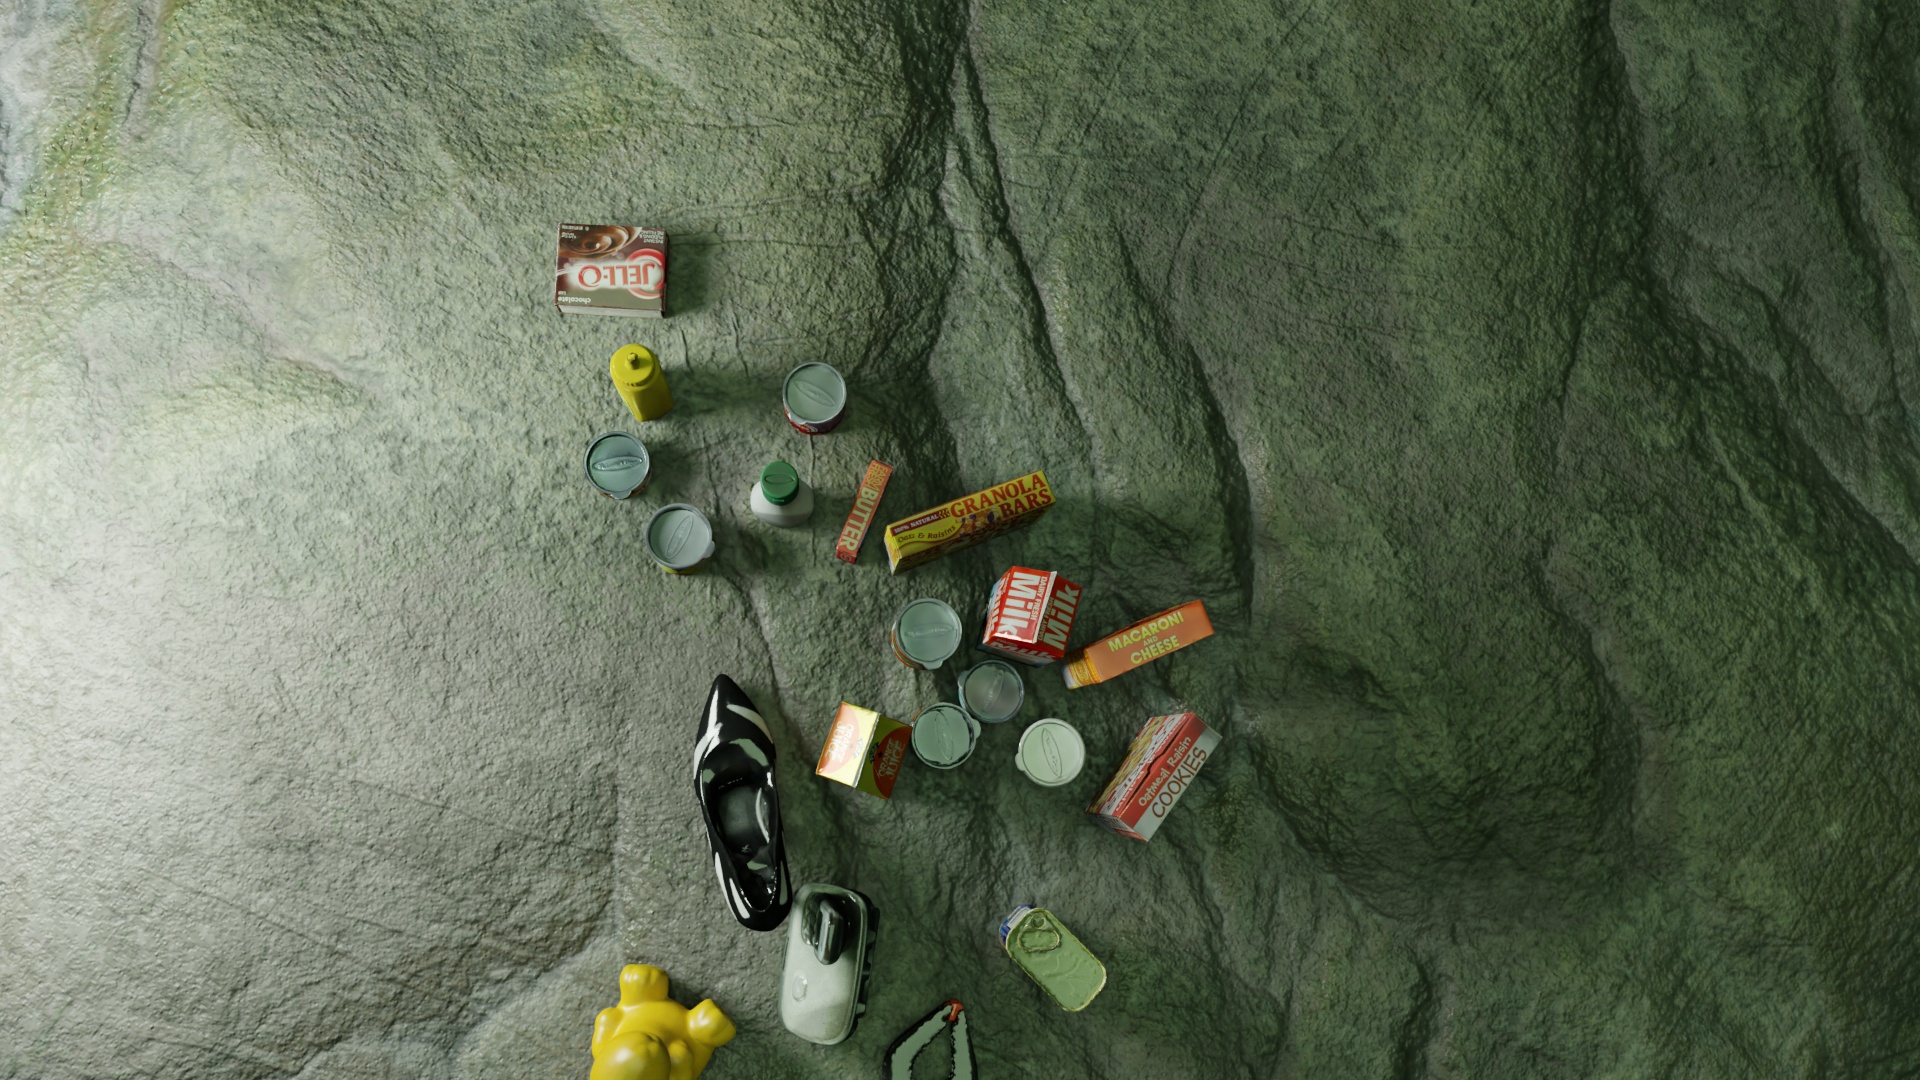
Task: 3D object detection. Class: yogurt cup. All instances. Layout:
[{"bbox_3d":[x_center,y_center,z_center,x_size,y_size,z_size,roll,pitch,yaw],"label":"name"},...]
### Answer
[{"bbox_3d":[0.089,0.216,1.413,0.072,0.054,0.072,1,81,-6],"label":"yogurt cup"}]

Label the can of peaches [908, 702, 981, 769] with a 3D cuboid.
[{"bbox_3d":[-0.017,0.197,1.402,0.071,0.058,0.071,1,81,-6],"label":"can of peaches"}]

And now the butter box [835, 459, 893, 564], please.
[{"bbox_3d":[-0.100,-0.029,1.434,0.024,0.053,0.103,22,79,-2],"label":"butter box"}]

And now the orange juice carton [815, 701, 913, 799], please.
[{"bbox_3d":[-0.092,0.201,1.325,0.073,0.192,0.072,20,79,-3],"label":"orange juice carton"}]

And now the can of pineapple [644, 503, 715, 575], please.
[{"bbox_3d":[-0.282,0.001,1.407,0.071,0.057,0.071,1,81,-6],"label":"can of pineapple"}]

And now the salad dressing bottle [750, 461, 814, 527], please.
[{"bbox_3d":[-0.178,-0.046,1.380,0.064,0.147,0.044,2,81,-6],"label":"salad dressing bottle"}]

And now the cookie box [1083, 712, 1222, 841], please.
[{"bbox_3d":[0.185,0.230,1.363,0.040,0.167,0.123,38,79,1],"label":"cookie box"}]

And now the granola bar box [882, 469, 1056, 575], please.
[{"bbox_3d":[0.005,-0.018,1.408,0.166,0.124,0.039,-20,84,-9],"label":"granola bar box"}]

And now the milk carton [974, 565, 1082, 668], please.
[{"bbox_3d":[0.068,0.076,1.365,0.073,0.190,0.072,17,80,-3],"label":"milk carton"}]

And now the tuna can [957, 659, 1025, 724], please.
[{"bbox_3d":[0.029,0.155,1.428,0.071,0.032,0.071,1,80,-6],"label":"tuna can"}]

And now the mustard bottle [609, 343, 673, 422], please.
[{"bbox_3d":[-0.320,-0.163,1.378,0.049,0.160,0.065,-28,85,-10],"label":"mustard bottle"}]

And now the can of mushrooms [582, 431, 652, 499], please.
[{"bbox_3d":[-0.351,-0.074,1.424,0.071,0.033,0.071,1,80,-6],"label":"can of mushrooms"}]

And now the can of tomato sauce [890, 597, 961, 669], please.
[{"bbox_3d":[-0.035,0.097,1.405,0.071,0.083,0.071,1,81,-6],"label":"can of tomato sauce"}]

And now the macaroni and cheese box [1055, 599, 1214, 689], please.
[{"bbox_3d":[0.169,0.105,1.383,0.124,0.166,0.040,-22,84,-9],"label":"macaroni and cheese box"}]

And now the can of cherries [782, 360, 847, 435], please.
[{"bbox_3d":[-0.154,-0.146,1.445,0.071,0.058,0.071,1,81,-6],"label":"can of cherries"}]
